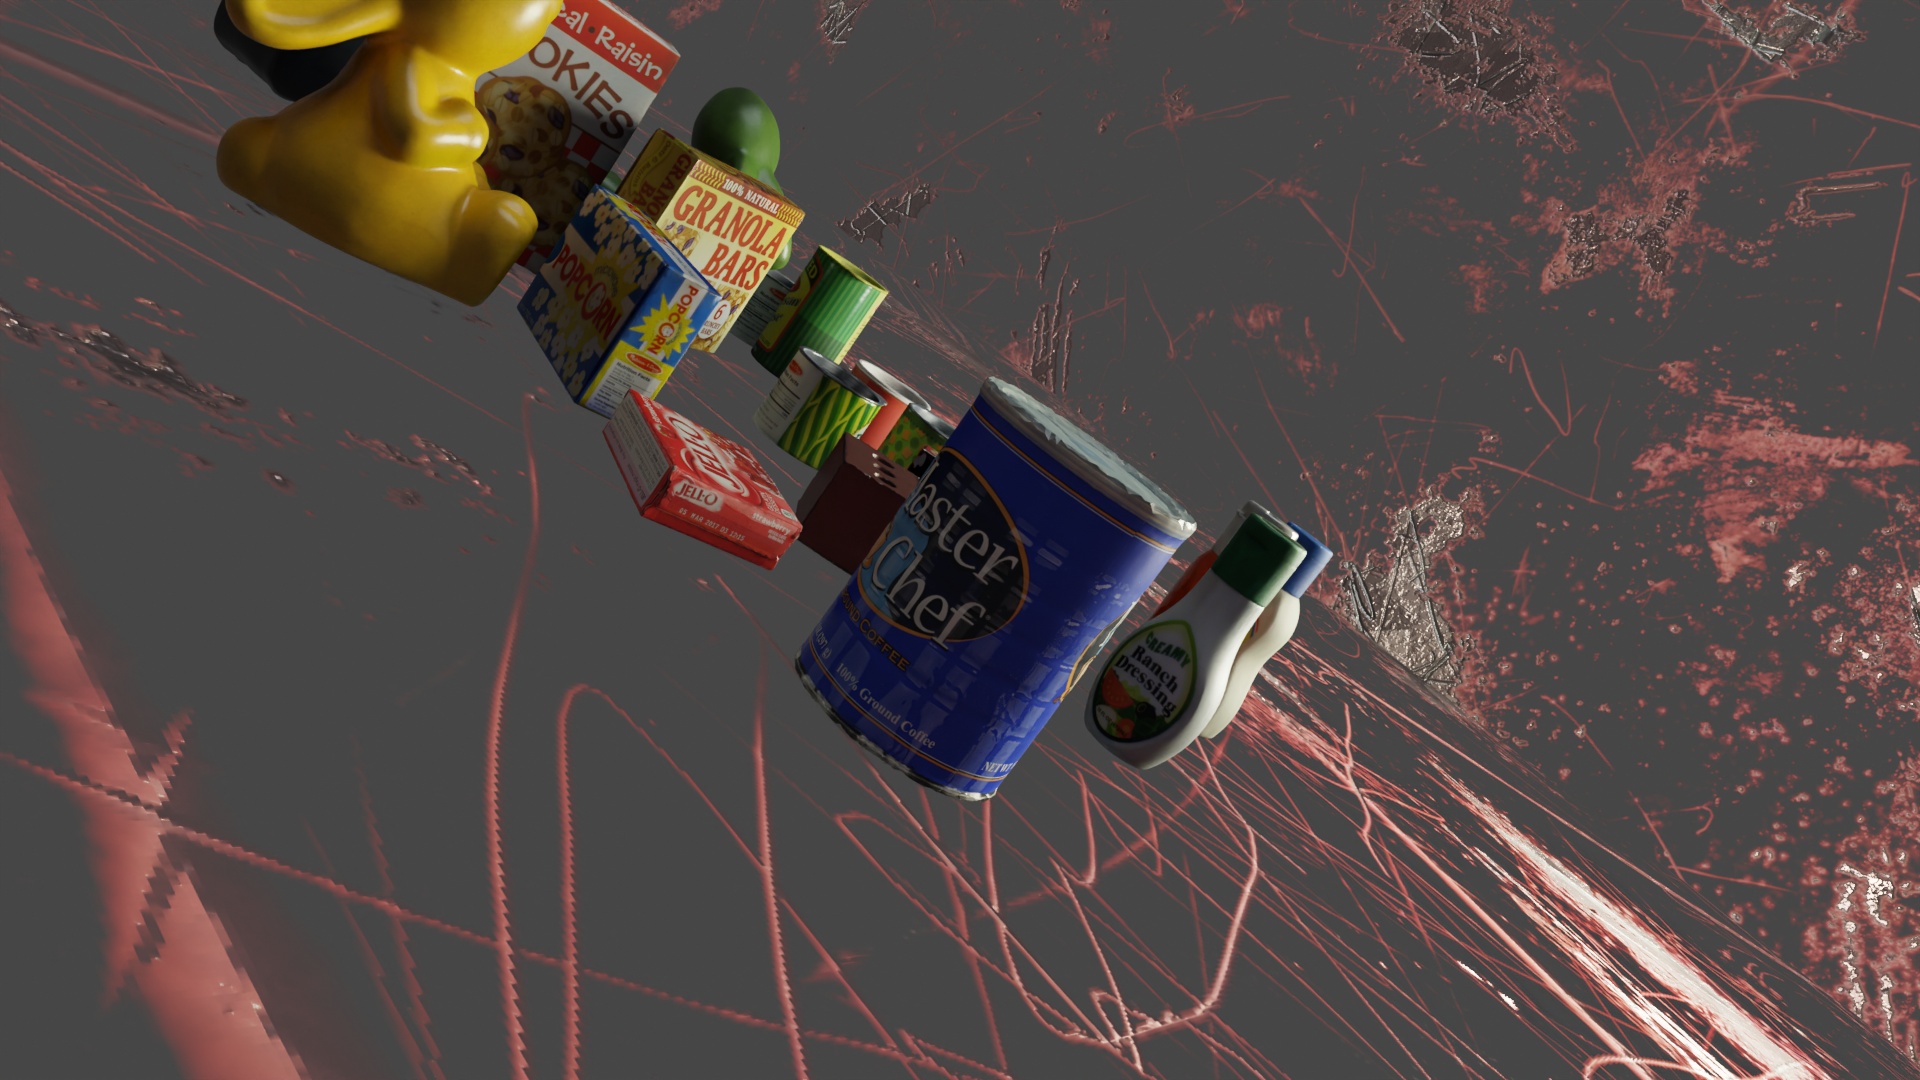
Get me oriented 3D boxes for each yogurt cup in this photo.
[{"bbox_3d":[-0.065,-0.098,1.063,0.072,0.054,0.072,34,11,-7],"label":"yogurt cup"}]

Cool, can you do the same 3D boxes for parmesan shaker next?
[{"bbox_3d":[-0.114,-0.174,1.110,0.071,0.103,0.071,34,10,-7],"label":"parmesan shaker"}]

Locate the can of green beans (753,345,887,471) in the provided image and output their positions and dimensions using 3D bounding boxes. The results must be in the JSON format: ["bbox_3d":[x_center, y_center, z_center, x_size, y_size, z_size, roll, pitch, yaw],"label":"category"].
[{"bbox_3d":[-0.093,-0.085,0.909,0.071,0.057,0.071,34,11,-7],"label":"can of green beans"}]

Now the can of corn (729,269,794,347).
[{"bbox_3d":[-0.167,-0.197,1.164,0.071,0.058,0.071,34,11,-7],"label":"can of corn"}]

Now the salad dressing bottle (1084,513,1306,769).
[{"bbox_3d":[0.127,0.054,0.748,0.064,0.147,0.044,43,12,36],"label":"salad dressing bottle"}]

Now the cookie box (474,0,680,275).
[{"bbox_3d":[-0.269,-0.264,0.846,0.123,0.167,0.040,28,13,-38],"label":"cookie box"}]

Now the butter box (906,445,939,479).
[{"bbox_3d":[0.003,-0.011,0.902,0.103,0.053,0.024,35,10,-2],"label":"butter box"}]

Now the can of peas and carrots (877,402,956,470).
[{"bbox_3d":[-0.027,-0.057,0.992,0.071,0.058,0.071,34,11,-7],"label":"can of peas and carrots"}]

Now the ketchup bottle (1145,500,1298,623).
[{"bbox_3d":[0.141,0.045,0.828,0.043,0.148,0.065,35,10,-5],"label":"ketchup bottle"}]

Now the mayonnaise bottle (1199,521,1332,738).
[{"bbox_3d":[0.185,0.056,0.916,0.041,0.148,0.065,24,15,-48],"label":"mayonnaise bottle"}]

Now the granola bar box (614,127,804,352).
[{"bbox_3d":[-0.182,-0.194,0.925,0.039,0.124,0.166,38,11,12],"label":"granola bar box"}]

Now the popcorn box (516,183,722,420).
[{"bbox_3d":[-0.183,-0.125,0.734,0.038,0.085,0.127,27,14,-42],"label":"popcorn box"}]
